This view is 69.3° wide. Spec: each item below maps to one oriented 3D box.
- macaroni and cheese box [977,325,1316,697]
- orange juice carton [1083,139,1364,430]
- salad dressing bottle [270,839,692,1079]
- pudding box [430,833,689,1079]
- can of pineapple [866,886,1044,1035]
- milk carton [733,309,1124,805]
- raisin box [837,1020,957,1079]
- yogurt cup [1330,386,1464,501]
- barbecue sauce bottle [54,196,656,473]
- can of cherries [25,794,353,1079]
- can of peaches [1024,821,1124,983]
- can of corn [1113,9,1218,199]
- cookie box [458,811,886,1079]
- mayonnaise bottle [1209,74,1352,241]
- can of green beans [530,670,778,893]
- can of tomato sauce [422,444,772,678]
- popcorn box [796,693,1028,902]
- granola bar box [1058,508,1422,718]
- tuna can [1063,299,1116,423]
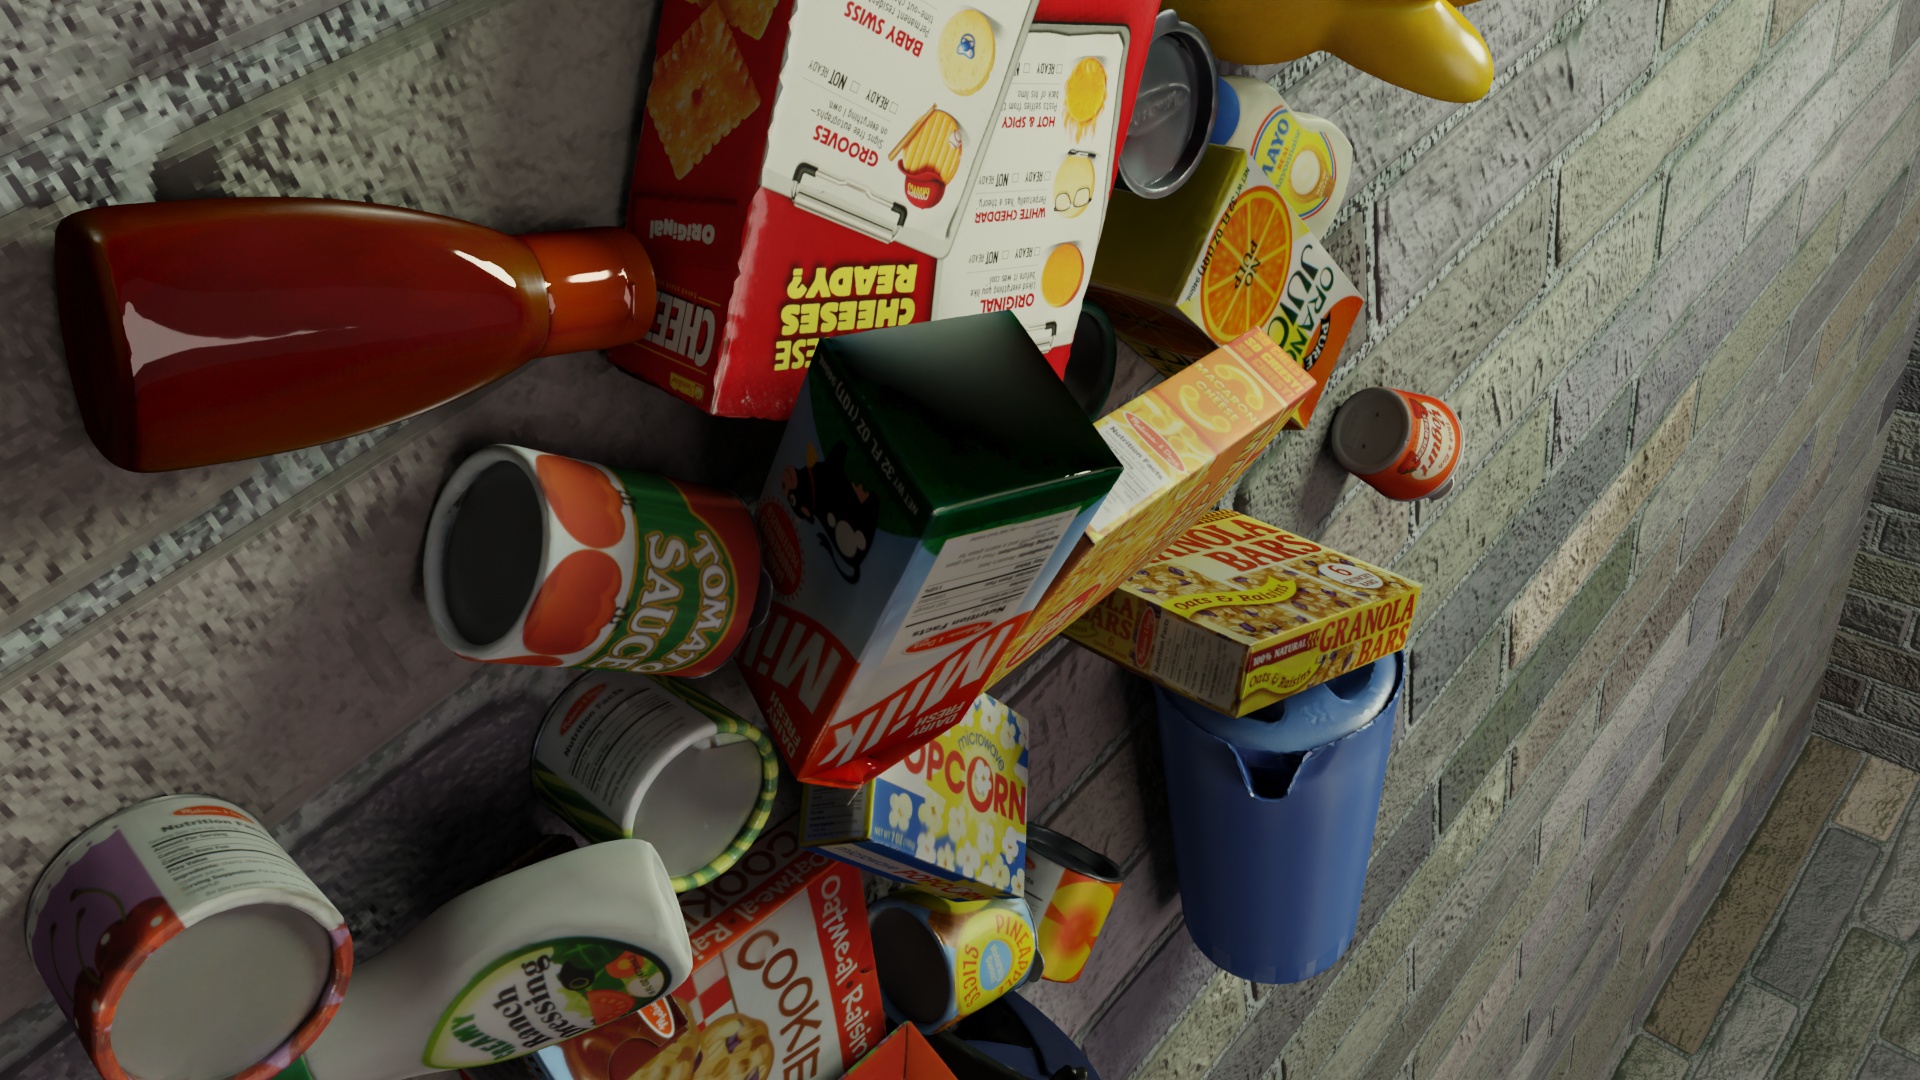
[{"bbox_3d":[0.060,-0.010,0.562,0.167,0.040,0.123,-32,165,-42],"label":"macaroni and cheese box"},{"bbox_3d":[0.126,-0.111,0.650,0.192,0.073,0.072,27,87,-52],"label":"orange juice carton"},{"bbox_3d":[-0.160,0.140,0.427,0.148,0.044,0.064,-21,135,-9],"label":"salad dressing bottle"},{"bbox_3d":[-0.139,0.150,0.483,0.050,0.030,0.083,-35,100,-34],"label":"pudding box"},{"bbox_3d":[-0.005,0.192,0.657,0.058,0.071,0.070,-12,118,-45],"label":"can of pineapple"},{"bbox_3d":[-0.028,0.017,0.475,0.074,0.072,0.189,-14,148,-34],"label":"milk carton"},{"bbox_3d":[-0.055,0.278,0.629,0.086,0.040,0.122,-33,157,-34],"label":"raisin box"},{"bbox_3d":[0.261,-0.061,0.841,0.054,0.072,0.072,13,99,-43],"label":"yogurt cup"},{"bbox_3d":[-0.154,-0.062,0.377,0.149,0.044,0.064,-18,122,-44],"label":"barbecue sauce bottle"},{"bbox_3d":[-0.214,0.115,0.386,0.072,0.058,0.071,-25,126,-40],"label":"can of cherries"},{"bbox_3d":[0.044,0.185,0.712,0.071,0.071,0.058,23,92,-52],"label":"can of peaches"},{"bbox_3d":[0.059,-0.176,0.551,0.071,0.058,0.070,-25,127,-39],"label":"can of corn"},{"bbox_3d":[-0.108,0.208,0.571,0.168,0.040,0.122,-31,130,-36],"label":"cookie box"},{"bbox_3d":[0.131,-0.182,0.644,0.148,0.041,0.064,9,103,-51],"label":"mayonnaise bottle"},{"bbox_3d":[-0.107,0.082,0.492,0.071,0.058,0.071,-25,127,-39],"label":"can of green beans"},{"bbox_3d":[-0.113,0.009,0.438,0.083,0.071,0.071,12,100,-51],"label":"can of tomato sauce"},{"bbox_3d":[-0.016,0.101,0.595,0.126,0.038,0.085,38,48,-51],"label":"popcorn box"},{"bbox_3d":[0.133,0.030,0.688,0.166,0.124,0.039,-11,118,-46],"label":"granola bar box"},{"bbox_3d":[0.036,-0.073,0.598,0.071,0.033,0.070,-25,126,-39],"label":"tuna can"}]
